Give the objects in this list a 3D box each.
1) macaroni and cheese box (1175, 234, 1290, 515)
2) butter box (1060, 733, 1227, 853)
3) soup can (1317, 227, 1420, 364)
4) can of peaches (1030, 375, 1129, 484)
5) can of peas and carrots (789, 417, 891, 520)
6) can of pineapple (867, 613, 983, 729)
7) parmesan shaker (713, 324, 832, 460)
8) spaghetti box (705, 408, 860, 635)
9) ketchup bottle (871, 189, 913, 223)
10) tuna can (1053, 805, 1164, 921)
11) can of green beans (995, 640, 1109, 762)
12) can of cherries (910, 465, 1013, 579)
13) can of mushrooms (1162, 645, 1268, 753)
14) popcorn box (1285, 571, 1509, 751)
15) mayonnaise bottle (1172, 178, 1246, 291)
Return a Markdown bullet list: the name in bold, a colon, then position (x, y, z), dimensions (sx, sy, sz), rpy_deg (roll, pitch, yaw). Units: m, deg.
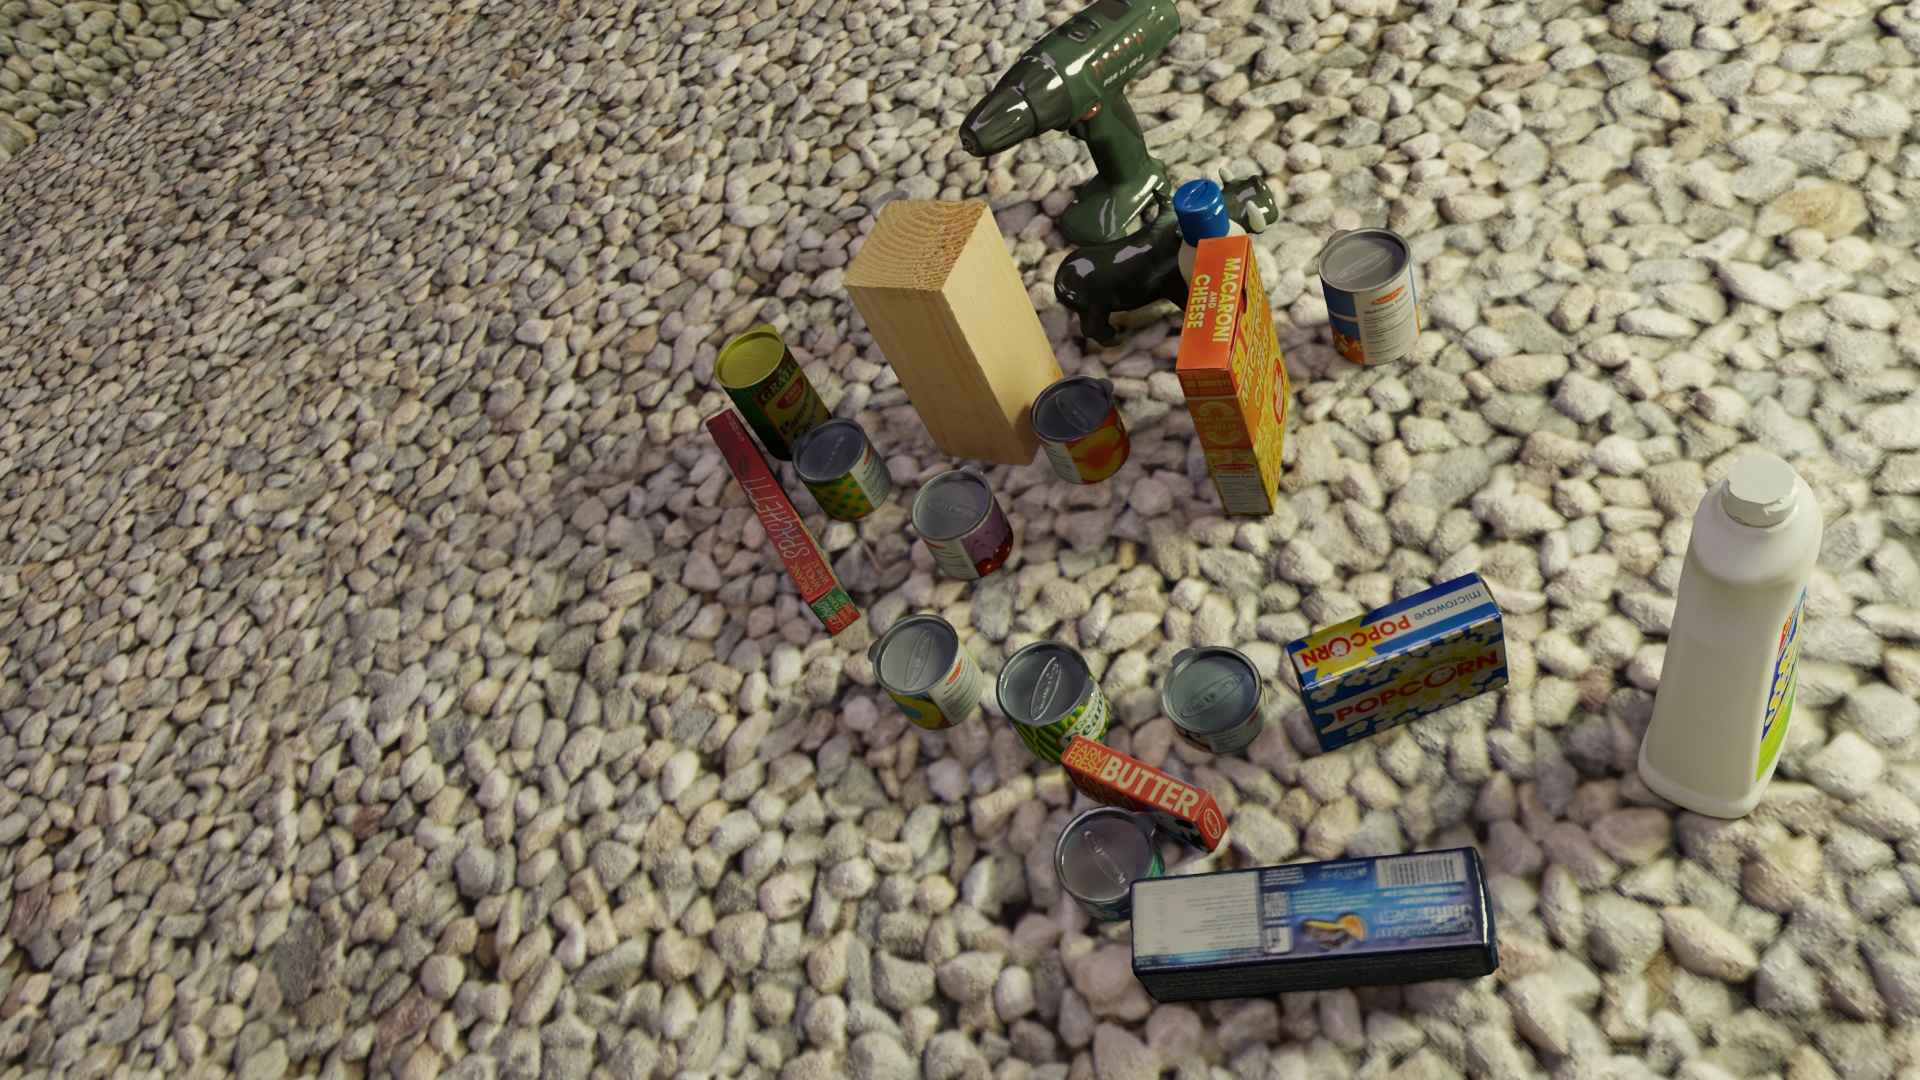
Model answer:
- **macaroni and cheese box**: position (0.199, -0.115, 0.994), dimensions (0.040, 0.165, 0.124), rpy_deg (-1, 56, 24)
- **butter box**: position (0.118, 0.163, 0.897), dimensions (0.103, 0.053, 0.024), rpy_deg (20, 66, 34)
- **soup can**: position (0.309, -0.186, 1.052), dimensions (0.071, 0.083, 0.072), rpy_deg (-12, 52, 16)
- **can of peaches**: position (0.097, -0.088, 1.090), dimensions (0.071, 0.058, 0.071), rpy_deg (-12, 52, 16)
- **can of peas and carrots**: position (-0.100, -0.059, 1.156), dimensions (0.071, 0.058, 0.071), rpy_deg (-12, 52, 16)
- **can of pineapple**: position (-0.024, 0.095, 1.008), dimensions (0.071, 0.057, 0.071), rpy_deg (-12, 52, 16)
- **parmesan shaker**: position (-0.159, -0.127, 1.204), dimensions (0.071, 0.102, 0.071), rpy_deg (-12, 52, 16)
- **spaghetti box**: position (-0.151, -0.020, 1.155), dimensions (0.029, 0.050, 0.251), rpy_deg (-34, 49, -2)
- **ketchup bottle**: position (-0.033, -0.236, 1.199), dimensions (0.065, 0.148, 0.043), rpy_deg (-45, 51, -12)
- **tuna can**: position (0.098, 0.205, 0.888), dimensions (0.071, 0.032, 0.071), rpy_deg (-12, 52, 16)
- **can of green beans**: position (0.064, 0.111, 0.956), dimensions (0.071, 0.057, 0.071), rpy_deg (-12, 52, 16)
- **can of cherries**: position (0.004, -0.013, 1.076), dimensions (0.071, 0.058, 0.072), rpy_deg (-12, 52, 16)
- **can of mushrooms**: position (0.170, 0.105, 0.930), dimensions (0.071, 0.033, 0.071), rpy_deg (-12, 52, 16)
- **popcorn box**: position (0.275, 0.077, 0.870), dimensions (0.126, 0.085, 0.038), rpy_deg (-22, 50, 8)
- **mayonnaise bottle**: position (0.199, -0.215, 1.080), dimensions (0.041, 0.147, 0.065), rpy_deg (28, 71, 37)
